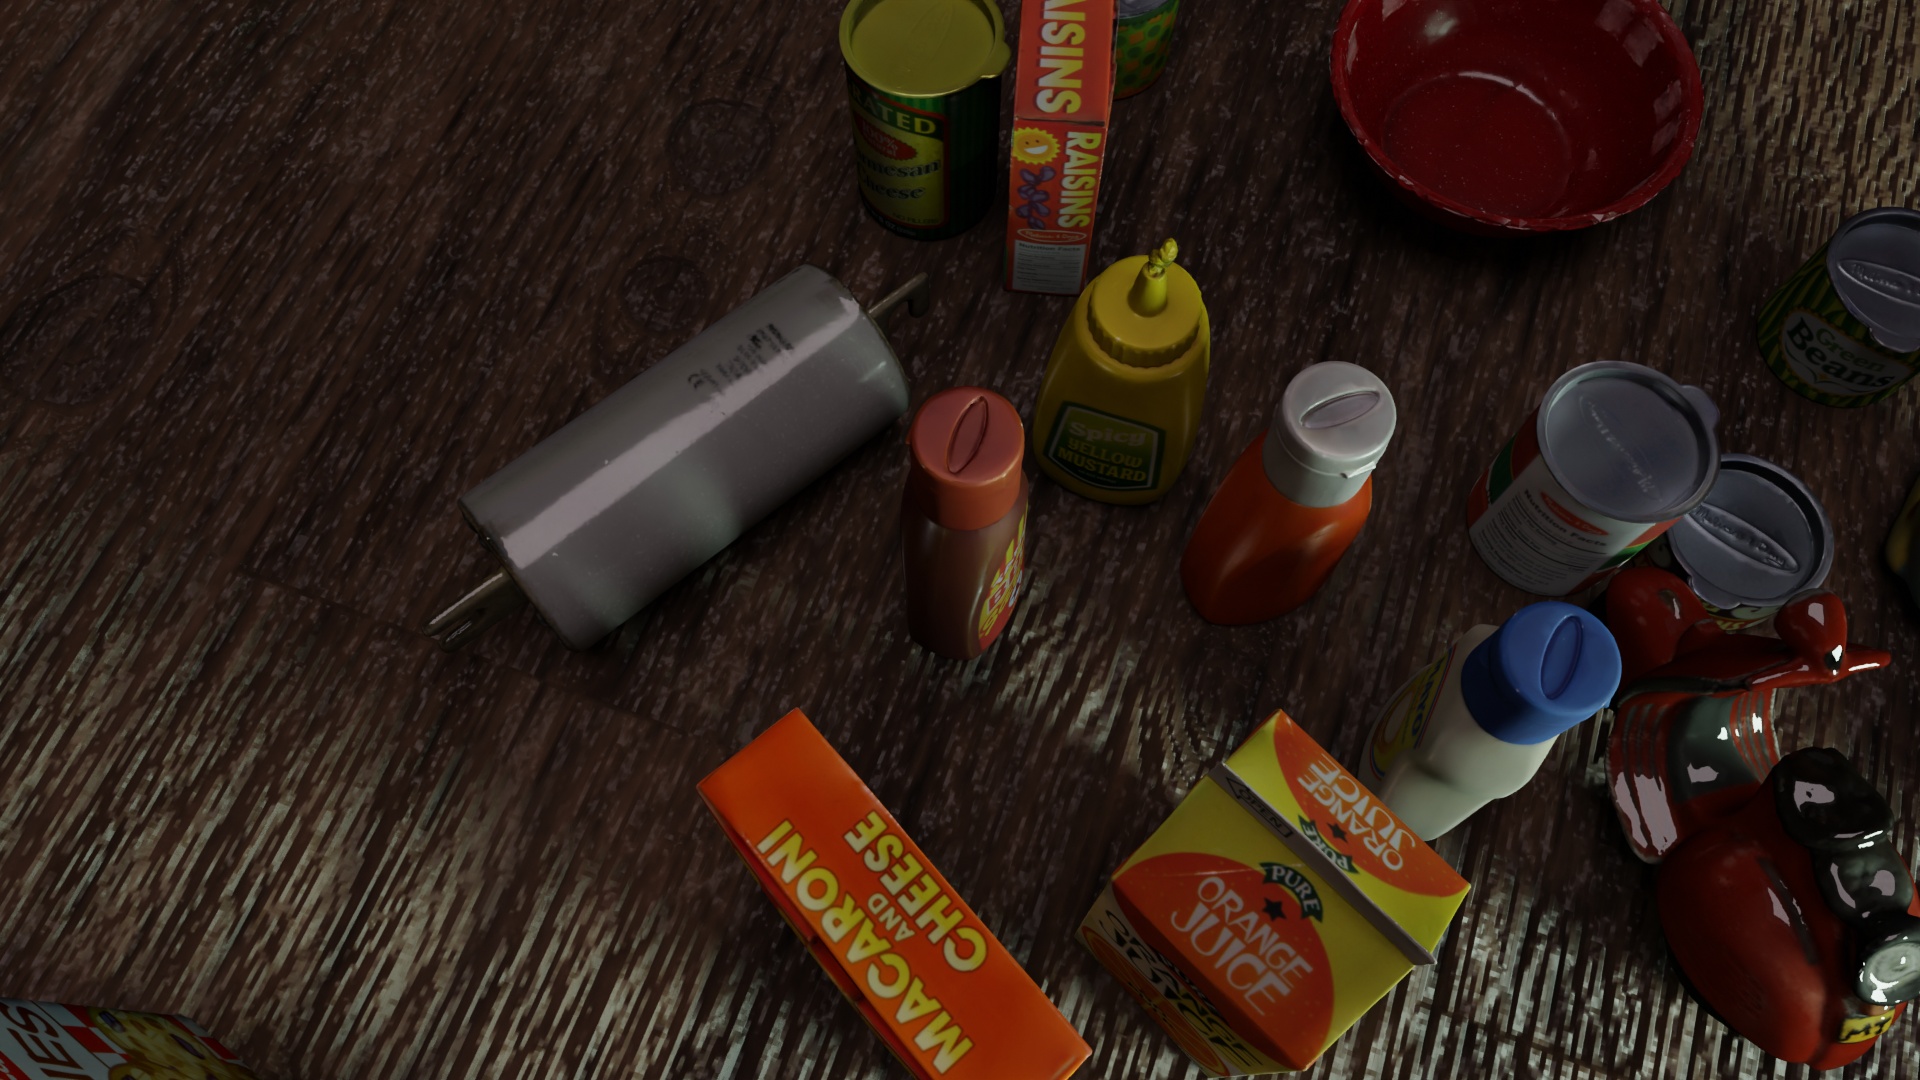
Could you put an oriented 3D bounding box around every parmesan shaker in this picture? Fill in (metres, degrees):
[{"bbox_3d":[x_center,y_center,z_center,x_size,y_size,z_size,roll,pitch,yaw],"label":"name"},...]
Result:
[{"bbox_3d":[-0.013,-0.184,0.601,0.071,0.102,0.071,0,68,0],"label":"parmesan shaker"}]

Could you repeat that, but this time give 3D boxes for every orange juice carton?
[{"bbox_3d":[0.091,0.114,0.431,0.073,0.192,0.072,-42,74,-15],"label":"orange juice carton"}]

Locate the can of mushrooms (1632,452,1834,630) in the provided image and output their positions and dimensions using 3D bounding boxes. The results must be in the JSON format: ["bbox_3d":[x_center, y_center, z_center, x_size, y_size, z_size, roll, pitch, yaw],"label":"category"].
[{"bbox_3d":[0.309,0.003,0.562,0.071,0.033,0.071,0,68,0],"label":"can of mushrooms"}]

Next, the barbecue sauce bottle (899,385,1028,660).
[{"bbox_3d":[0.002,-0.006,0.504,0.044,0.148,0.065,19,70,8],"label":"barbecue sauce bottle"}]

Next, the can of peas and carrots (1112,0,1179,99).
[{"bbox_3d":[0.071,-0.252,0.653,0.071,0.058,0.071,0,68,0],"label":"can of peas and carrots"}]

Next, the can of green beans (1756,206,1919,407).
[{"bbox_3d":[0.386,-0.098,0.590,0.071,0.057,0.071,0,68,0],"label":"can of green beans"}]

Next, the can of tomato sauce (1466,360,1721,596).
[{"bbox_3d":[0.246,-0.023,0.546,0.071,0.082,0.071,0,68,0],"label":"can of tomato sauce"}]

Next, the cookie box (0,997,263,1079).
[{"bbox_3d":[-0.245,0.190,0.414,0.123,0.166,0.040,33,72,13],"label":"cookie box"}]

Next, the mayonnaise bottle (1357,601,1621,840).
[{"bbox_3d":[0.177,0.061,0.477,0.041,0.147,0.065,24,70,9],"label":"mayonnaise bottle"}]

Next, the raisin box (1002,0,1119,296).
[{"bbox_3d":[0.041,-0.171,0.585,0.040,0.123,0.086,5,68,2],"label":"raisin box"}]

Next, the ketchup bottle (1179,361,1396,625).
[{"bbox_3d":[0.121,-0.014,0.507,0.065,0.148,0.043,-21,70,-8],"label":"ketchup bottle"}]

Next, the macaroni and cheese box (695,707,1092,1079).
[{"bbox_3d":[-0.020,0.130,0.439,0.040,0.166,0.124,-39,73,-14],"label":"macaroni and cheese box"}]

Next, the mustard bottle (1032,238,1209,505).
[{"bbox_3d":[0.062,-0.064,0.521,0.065,0.159,0.049,16,69,7],"label":"mustard bottle"}]
